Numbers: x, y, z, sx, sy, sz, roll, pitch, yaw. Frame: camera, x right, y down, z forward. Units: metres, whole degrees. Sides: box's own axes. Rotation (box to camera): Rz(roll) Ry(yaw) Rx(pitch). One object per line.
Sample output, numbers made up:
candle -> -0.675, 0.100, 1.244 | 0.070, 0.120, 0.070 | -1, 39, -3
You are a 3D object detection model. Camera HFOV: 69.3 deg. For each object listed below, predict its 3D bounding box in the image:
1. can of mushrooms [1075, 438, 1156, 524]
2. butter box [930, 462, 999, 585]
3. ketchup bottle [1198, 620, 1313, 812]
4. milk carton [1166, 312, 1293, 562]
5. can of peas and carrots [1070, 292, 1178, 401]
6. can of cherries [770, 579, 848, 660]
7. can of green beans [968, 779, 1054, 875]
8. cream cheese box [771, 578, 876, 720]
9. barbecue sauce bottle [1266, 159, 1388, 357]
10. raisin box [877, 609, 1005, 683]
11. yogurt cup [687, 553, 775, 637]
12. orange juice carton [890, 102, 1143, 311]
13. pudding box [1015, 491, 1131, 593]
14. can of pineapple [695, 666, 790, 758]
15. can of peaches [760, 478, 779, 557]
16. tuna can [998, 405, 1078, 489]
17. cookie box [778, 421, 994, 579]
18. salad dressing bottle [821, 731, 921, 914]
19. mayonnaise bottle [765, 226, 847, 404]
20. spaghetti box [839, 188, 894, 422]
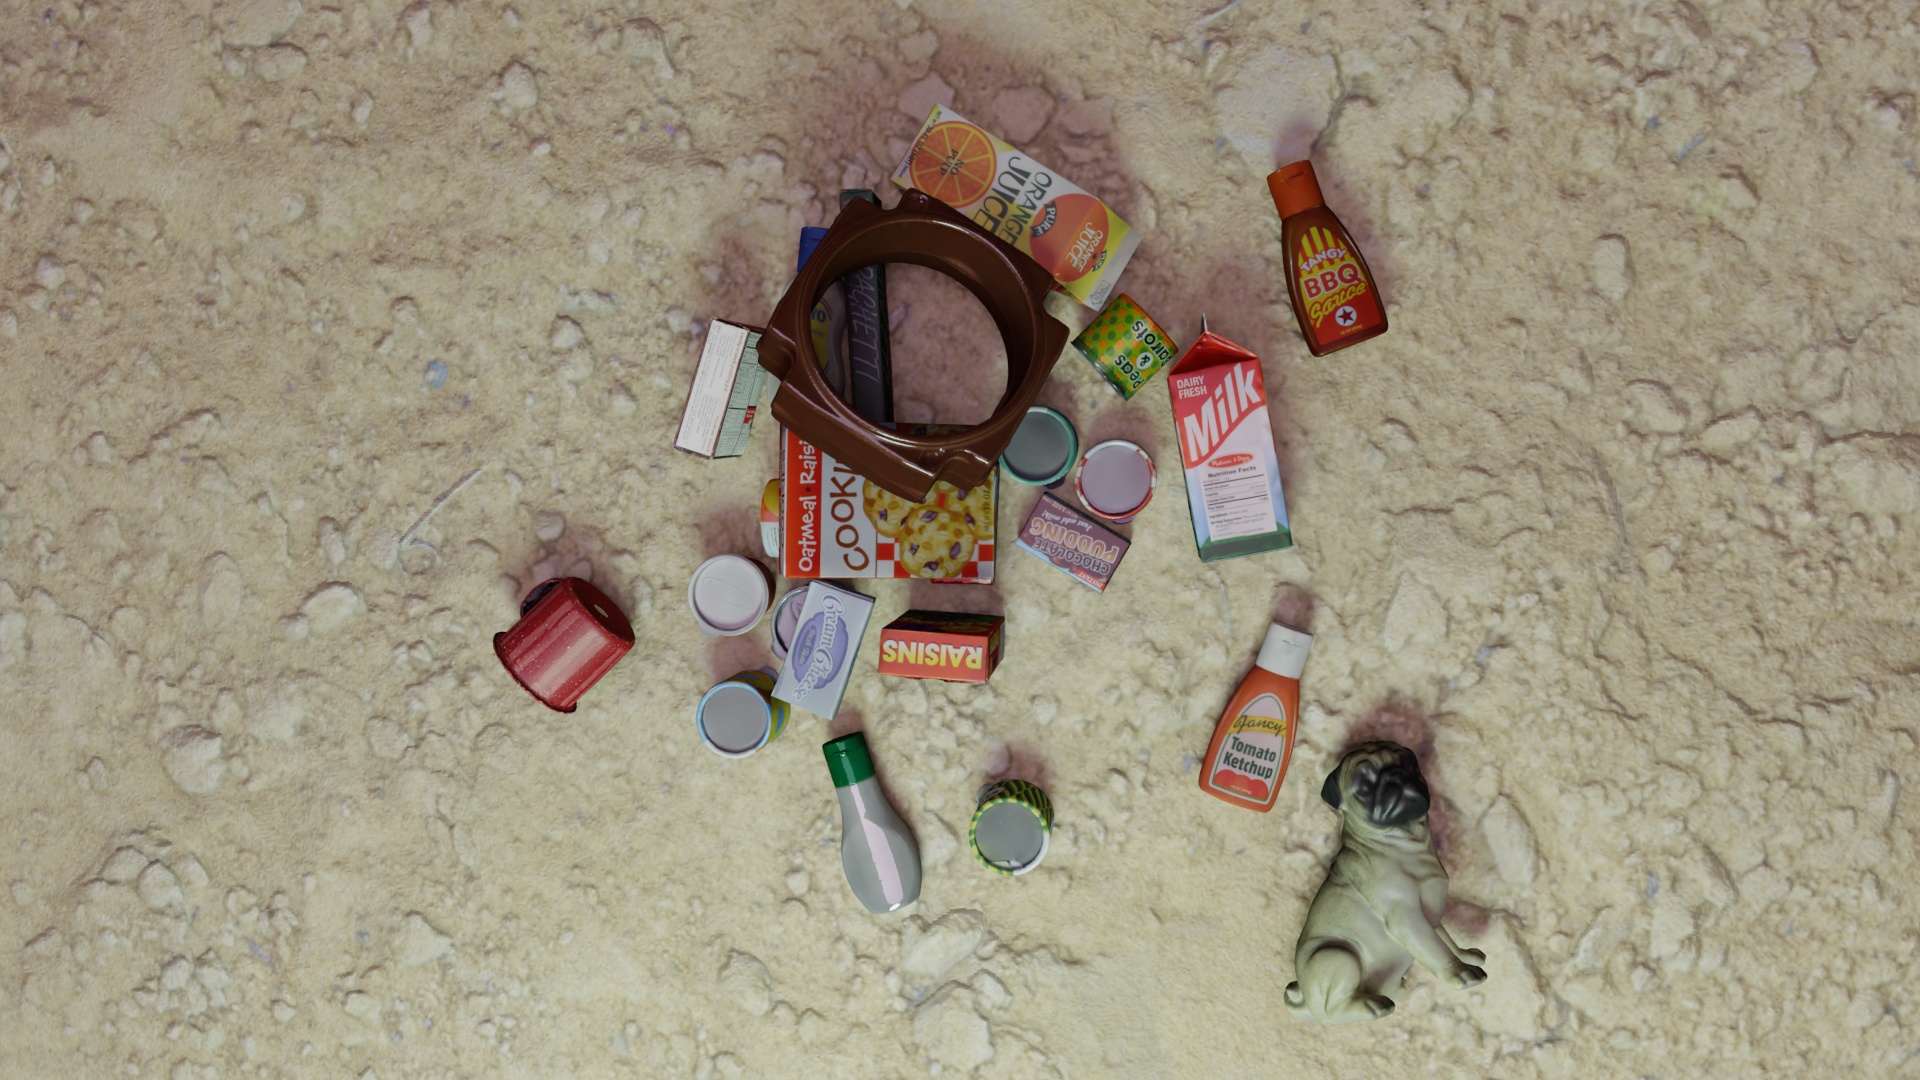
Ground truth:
can of mushrooms -> 0.127, -0.048, 1.128 | 0.071, 0.033, 0.071 | 0, 93, 7
butter box -> 0.004, -0.014, 1.150 | 0.053, 0.024, 0.103 | 3, 94, 7
ketchup bottle -> 0.243, 0.140, 1.118 | 0.065, 0.043, 0.148 | 18, 95, 6
milk carton -> 0.207, -0.084, 1.096 | 0.073, 0.072, 0.190 | -10, 93, 8
can of peas and carrots -> 0.131, -0.153, 1.102 | 0.058, 0.071, 0.071 | -44, 87, 7
can of cherries -> -0.121, 0.068, 1.154 | 0.071, 0.058, 0.071 | 1, 94, 7
can of green beans -> 0.042, 0.236, 1.142 | 0.071, 0.058, 0.071 | 0, 93, 8
cream cheese box -> -0.109, 0.086, 1.111 | 0.053, 0.024, 0.103 | 20, 96, 4
barbecue sauce bottle -> 0.282, -0.223, 1.092 | 0.065, 0.044, 0.148 | -20, 90, 9
raisin box -> -0.013, 0.083, 1.108 | 0.086, 0.123, 0.040 | 4, 94, 7
yogurt cup -> -0.188, 0.043, 1.164 | 0.072, 0.054, 0.072 | 0, 93, 7
orange juice carton -> 0.046, -0.262, 1.106 | 0.193, 0.073, 0.071 | 32, 94, 4
pudding box -> 0.092, 0.002, 1.136 | 0.084, 0.030, 0.049 | 31, 98, 5
can of pineapple -> -0.182, 0.144, 1.166 | 0.071, 0.058, 0.071 | 0, 93, 8
can of peaches -> -0.129, -0.020, 1.148 | 0.058, 0.071, 0.071 | 0, 94, 8
tuna can -> 0.064, -0.075, 1.135 | 0.071, 0.033, 0.071 | 0, 93, 8
cookie box -> -0.059, -0.032, 1.098 | 0.168, 0.040, 0.123 | 1, 91, -13
salad dressing bottle -> -0.077, 0.236, 1.166 | 0.064, 0.044, 0.147 | -18, 90, 10
mayonnaise bottle -> -0.122, -0.183, 1.149 | 0.065, 0.041, 0.148 | 7, 95, 9
spaghetti box -> -0.075, -0.161, 1.140 | 0.029, 0.050, 0.249 | -3, 93, 6
